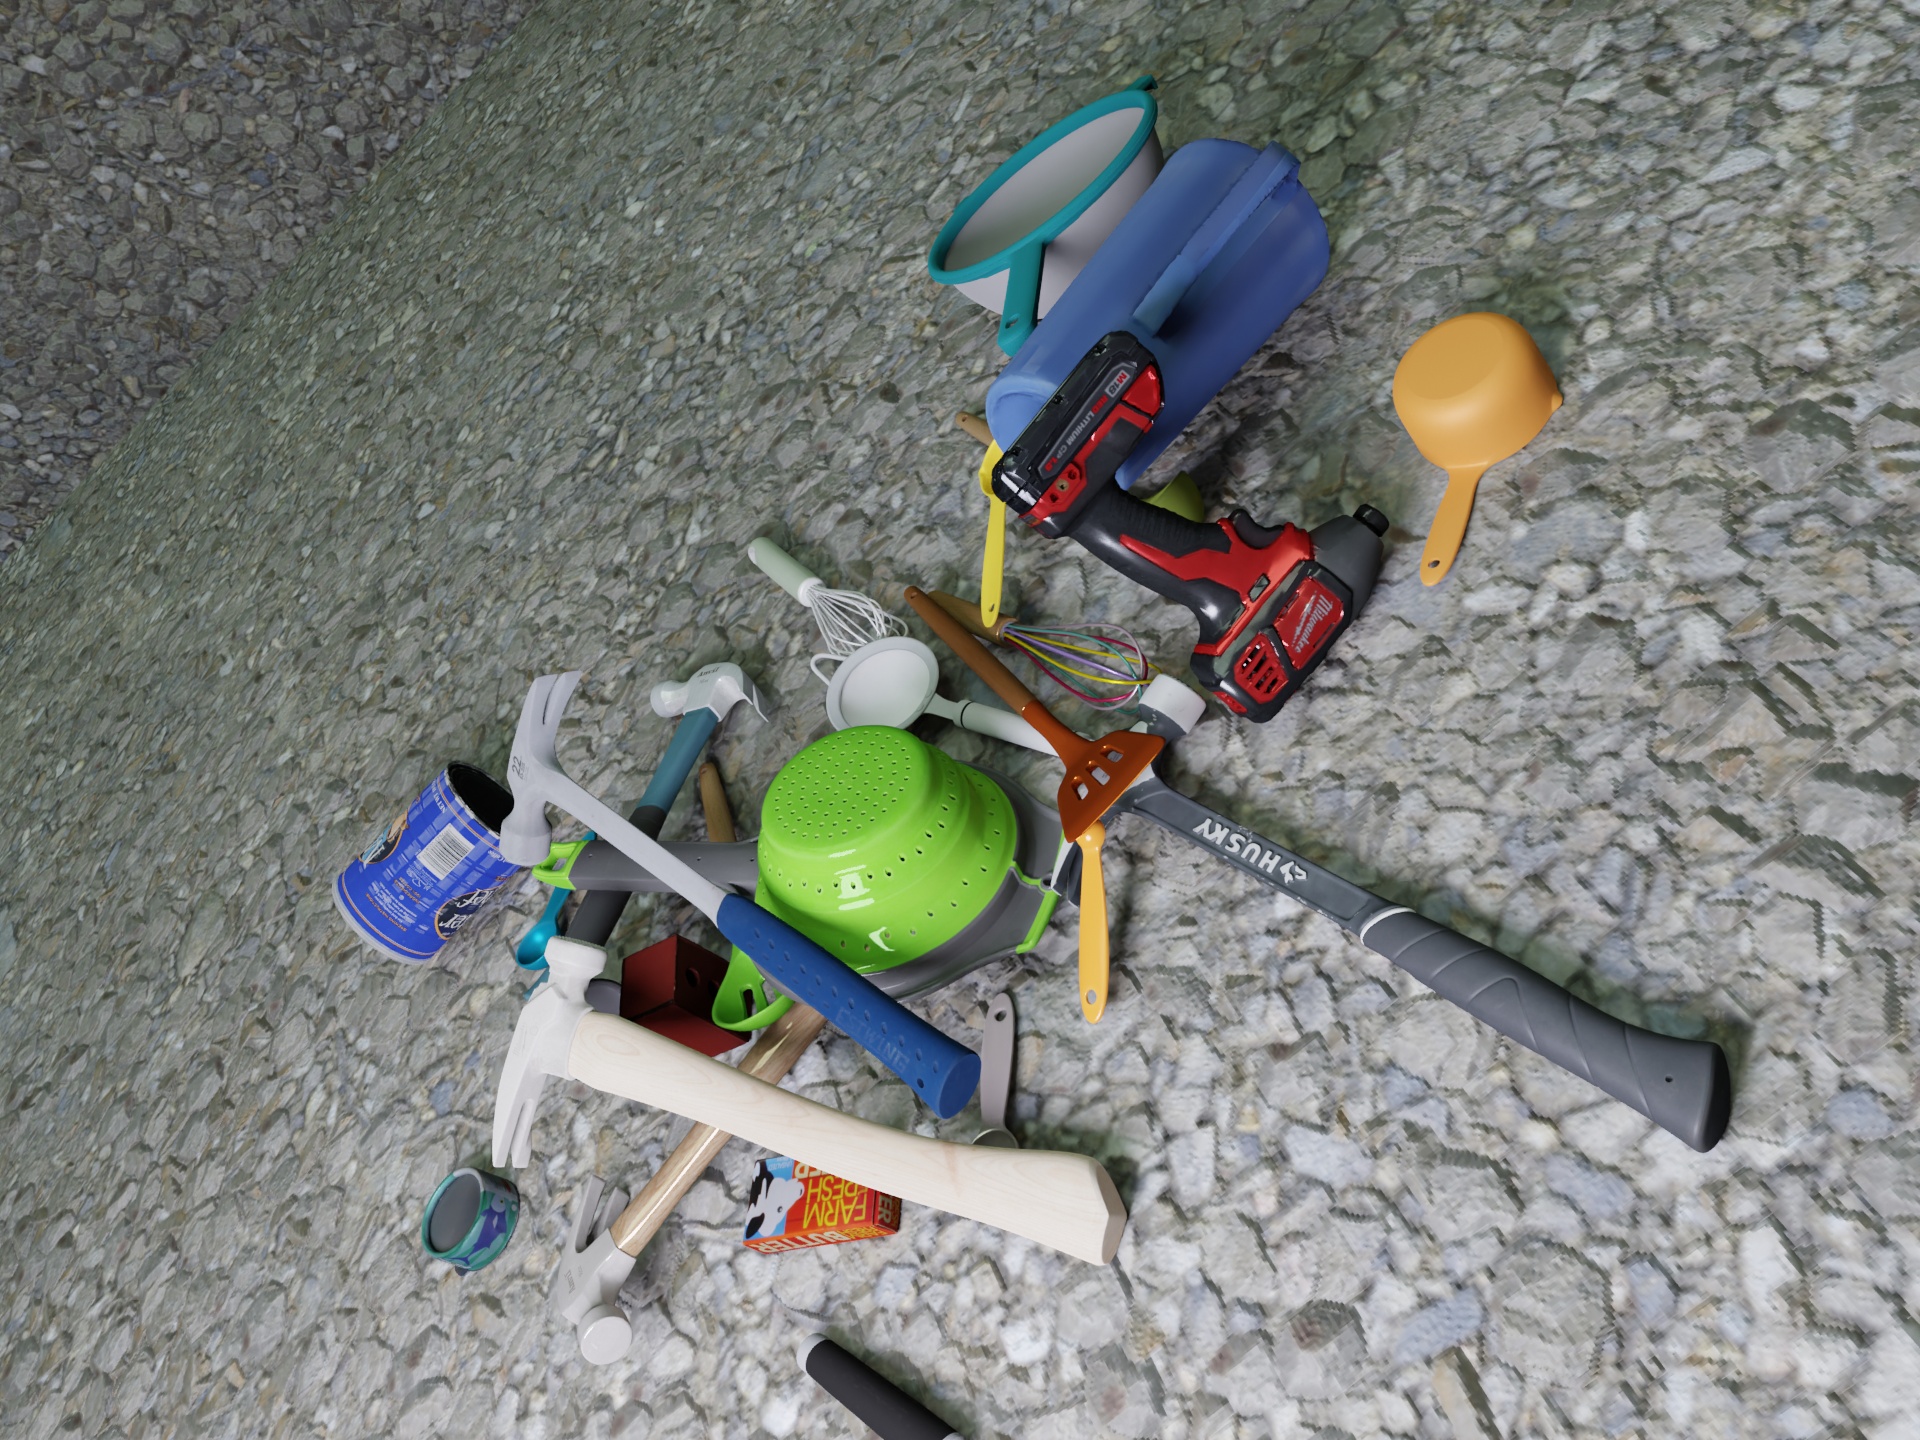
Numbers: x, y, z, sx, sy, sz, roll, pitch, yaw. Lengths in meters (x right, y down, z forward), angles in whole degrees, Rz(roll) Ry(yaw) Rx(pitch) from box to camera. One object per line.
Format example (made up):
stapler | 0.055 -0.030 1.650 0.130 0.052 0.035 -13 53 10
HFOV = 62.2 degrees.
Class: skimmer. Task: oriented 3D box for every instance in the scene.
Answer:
skimmer | 0.026 0.356 0.750 0.127 0.090 0.363 -33 29 -32

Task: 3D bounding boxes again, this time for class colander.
colander | -0.129 0.072 1.016 0.397 0.094 0.205 -1 44 26

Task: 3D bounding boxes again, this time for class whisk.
whisk | 0.049 -0.054 1.074 0.047 0.051 0.245 -39 34 -19
whisk | -0.112 -0.098 1.244 0.059 0.057 0.247 -22 33 -21

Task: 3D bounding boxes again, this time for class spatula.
spatula | 0.030 -0.023 1.023 0.081 0.041 0.323 -47 40 3

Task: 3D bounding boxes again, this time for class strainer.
strainer | -0.002 -0.003 1.077 0.259 0.050 0.087 16 67 41
strainer | 0.077 -0.337 1.182 0.211 0.095 0.341 -26 34 28

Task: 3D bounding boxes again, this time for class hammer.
hammer | 0.202 0.102 0.823 0.409 0.036 0.149 30 84 48
hammer | -0.101 0.240 0.914 0.411 0.038 0.146 11 81 29
hammer | -0.146 0.104 0.950 0.406 0.035 0.144 29 118 33
hammer | -0.141 0.238 1.011 0.331 0.031 0.130 -51 25 -7
hammer | -0.235 0.080 1.173 0.128 0.033 0.331 -14 39 34

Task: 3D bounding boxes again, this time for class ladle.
ladle | 0.068 -0.180 1.134 0.078 0.062 0.320 -51 39 2

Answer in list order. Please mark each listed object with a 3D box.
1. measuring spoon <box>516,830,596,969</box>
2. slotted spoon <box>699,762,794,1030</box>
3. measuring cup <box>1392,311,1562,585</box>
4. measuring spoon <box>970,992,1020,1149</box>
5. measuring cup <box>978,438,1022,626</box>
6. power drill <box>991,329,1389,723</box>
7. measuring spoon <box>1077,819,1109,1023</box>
measuring spoon | -0.312 0.145 1.262 0.042 0.021 0.129 -12 45 36
slotted spoon | -0.156 0.113 1.106 0.070 0.031 0.314 -32 33 3
measuring cup | 0.287 -0.163 0.928 0.095 0.052 0.174 2 60 42
measuring spoon | 0.024 0.213 0.917 0.034 0.018 0.124 -18 43 24
measuring cup | 0.036 -0.133 1.102 0.062 0.029 0.157 -22 57 53
power drill | 0.137 -0.117 0.919 0.143 0.219 0.078 -50 6 1
measuring spoon | 0.073 0.112 0.902 0.021 0.011 0.117 -11 75 44
